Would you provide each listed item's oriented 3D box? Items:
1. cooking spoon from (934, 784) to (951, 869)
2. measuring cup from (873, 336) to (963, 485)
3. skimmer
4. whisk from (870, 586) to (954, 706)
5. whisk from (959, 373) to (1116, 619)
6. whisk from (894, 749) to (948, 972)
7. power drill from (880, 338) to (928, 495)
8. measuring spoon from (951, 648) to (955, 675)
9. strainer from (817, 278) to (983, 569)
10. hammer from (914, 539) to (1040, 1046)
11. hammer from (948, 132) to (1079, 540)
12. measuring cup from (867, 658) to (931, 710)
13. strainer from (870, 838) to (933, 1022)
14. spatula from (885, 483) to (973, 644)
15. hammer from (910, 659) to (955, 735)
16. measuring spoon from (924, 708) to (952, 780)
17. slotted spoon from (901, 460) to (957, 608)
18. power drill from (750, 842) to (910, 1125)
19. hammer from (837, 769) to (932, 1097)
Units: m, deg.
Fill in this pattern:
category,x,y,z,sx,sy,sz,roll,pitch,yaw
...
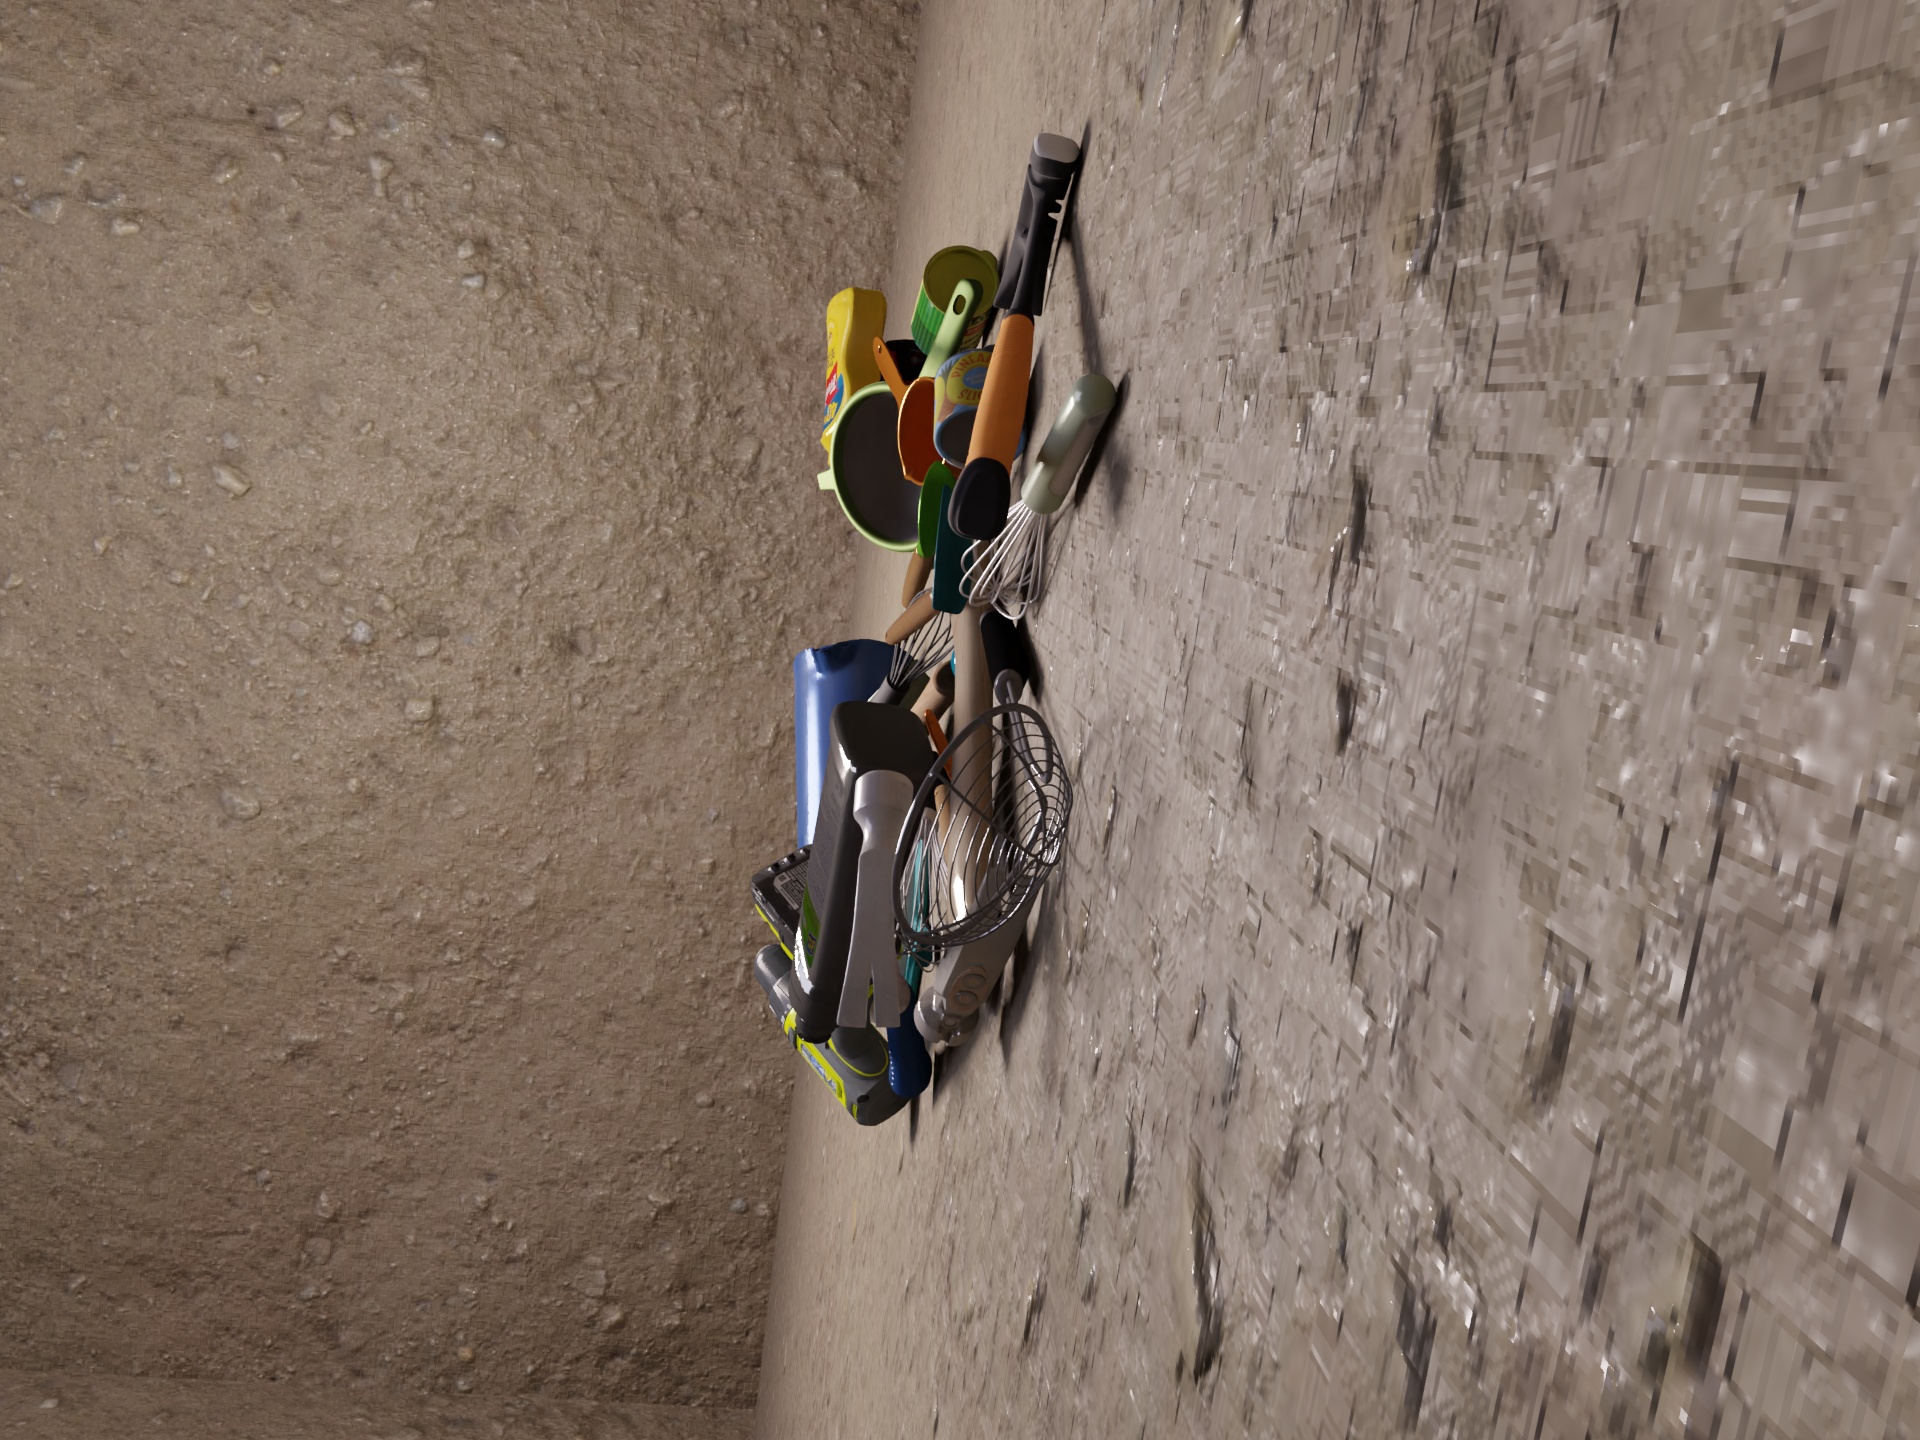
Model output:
category,x,y,z,sx,sy,sz,roll,pitch,yaw
cooking spoon,0.001,0.110,1.125,0.319,0.017,0.068,-106,34,-70
measuring cup,-0.024,-0.265,1.323,0.174,0.052,0.095,64,144,37
skimmer,0.004,0.001,0.900,0.364,0.090,0.127,-97,15,-66
whisk,-0.054,-0.034,1.375,0.055,0.055,0.238,-91,25,-44
whisk,0.045,-0.125,0.916,0.059,0.058,0.246,59,159,13
whisk,-0.029,0.100,1.252,0.285,0.070,0.070,-86,6,-62
power drill,-0.035,-0.296,1.551,0.220,0.078,0.143,-104,21,-62
measuring spoon,-0.002,-0.004,1.235,0.042,0.021,0.128,-121,37,-78
strainer,-0.022,-0.269,1.391,0.069,0.152,0.256,-22,-35,-49
hammer,0.011,0.006,1.052,0.411,0.038,0.146,-89,16,-47
hammer,0.029,-0.217,0.949,0.127,0.034,0.337,105,177,-46
measuring cup,-0.049,-0.017,1.553,0.083,0.038,0.167,-45,-8,8
strainer,-0.081,0.183,1.410,0.340,0.095,0.211,163,113,-84
spatula,-0.030,-0.090,1.166,0.317,0.044,0.082,151,125,-75
hammer,-0.051,0.022,1.405,0.130,0.031,0.331,-47,-2,-25
measuring spoon,-0.012,0.031,1.150,0.116,0.011,0.021,69,-162,-47
slotted spoon,-0.029,-0.133,1.276,0.313,0.031,0.070,122,160,-78
power drill,-0.115,0.209,1.320,0.191,0.080,0.228,44,149,32
hammer,-0.043,0.185,1.056,0.405,0.035,0.144,87,-175,-62
